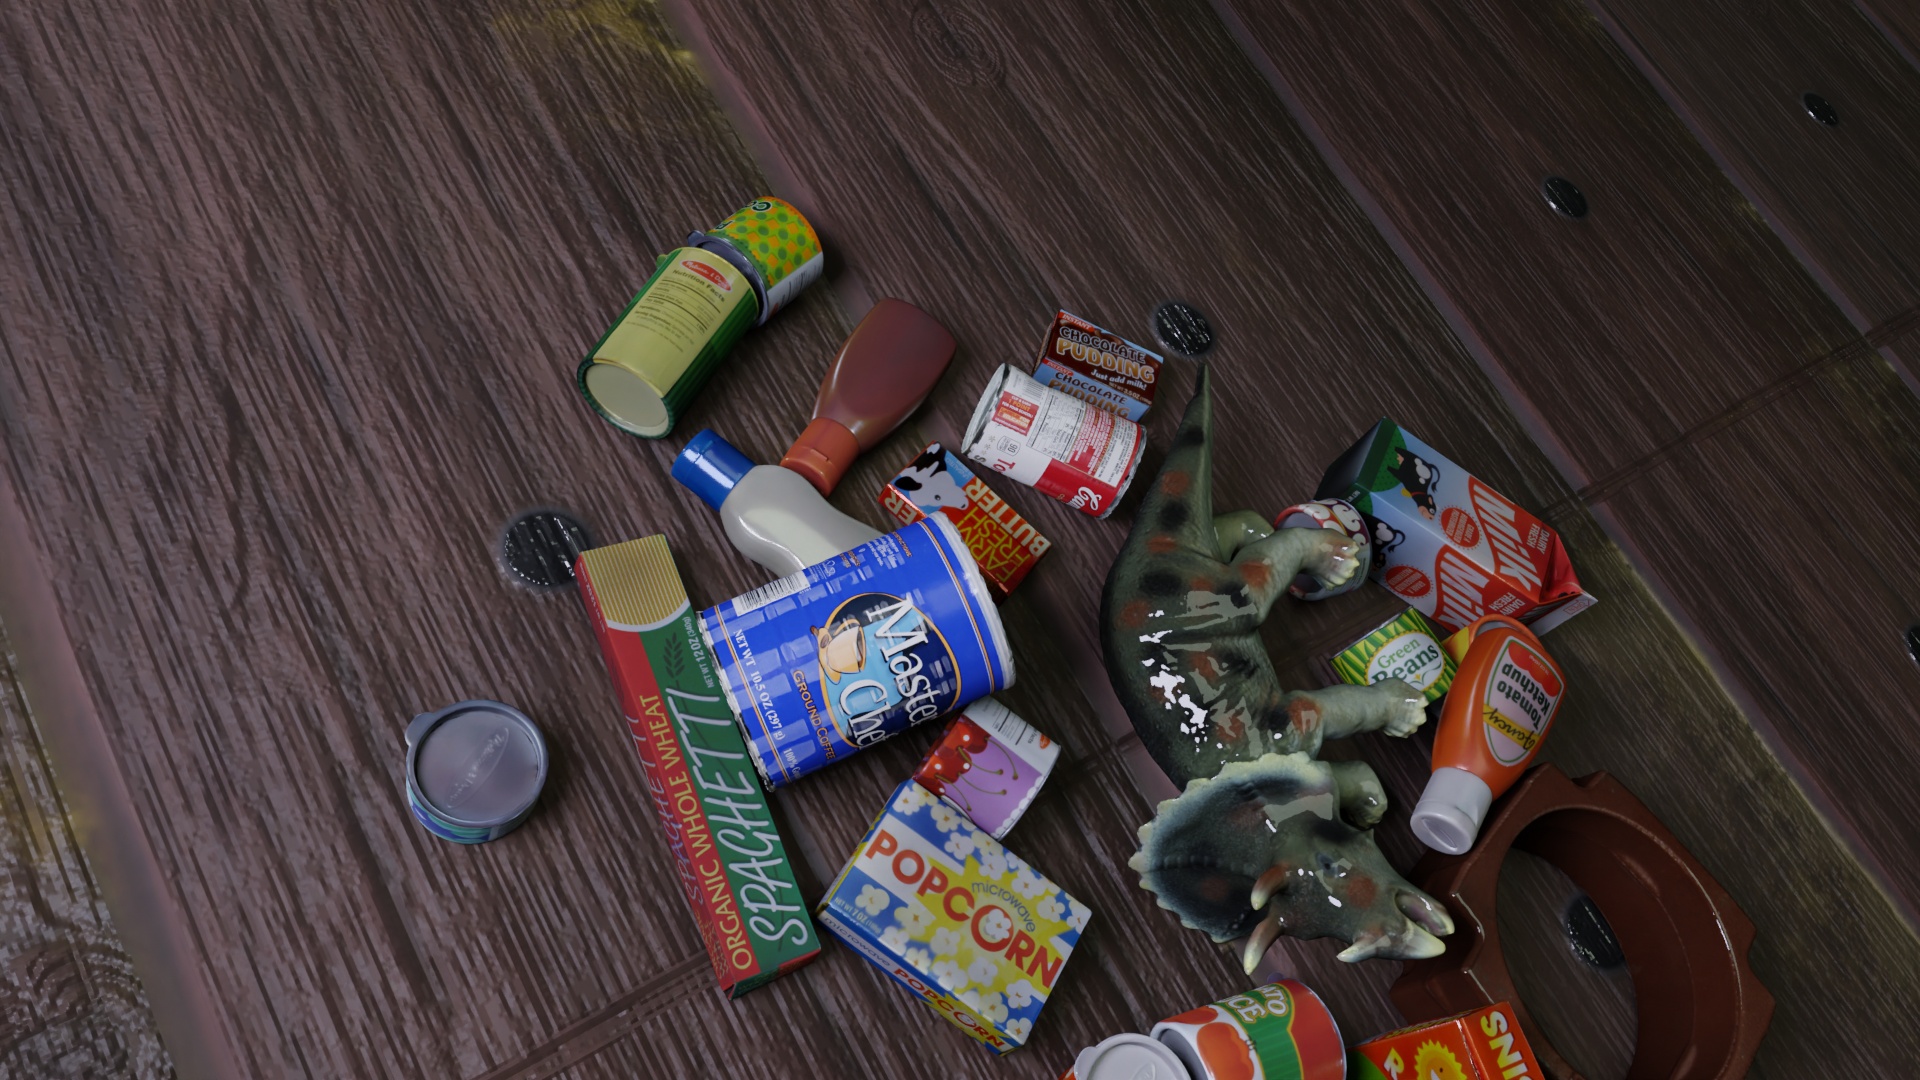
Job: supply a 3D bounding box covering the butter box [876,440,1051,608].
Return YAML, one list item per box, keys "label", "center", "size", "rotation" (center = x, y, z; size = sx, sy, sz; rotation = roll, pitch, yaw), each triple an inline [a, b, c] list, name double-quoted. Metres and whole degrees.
- label: "butter box"
  center: [0.003, -0.011, 0.871]
  size: [0.103, 0.024, 0.053]
  rotation: [42, 54, 4]

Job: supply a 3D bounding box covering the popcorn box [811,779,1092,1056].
- label: "popcorn box"
  center: [-0.004, 0.200, 0.740]
  size: [0.127, 0.038, 0.085]
  rotation: [36, 54, 0]

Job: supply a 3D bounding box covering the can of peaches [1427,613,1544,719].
- label: "can of peaches"
  center: [0.355, 0.088, 0.942]
  size: [0.071, 0.057, 0.071]
  rotation: [10, 60, -17]

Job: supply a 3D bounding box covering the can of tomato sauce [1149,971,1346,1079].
- label: "can of tomato sauce"
  center: [0.152, 0.277, 0.745]
  size: [0.083, 0.071, 0.071]
  rotation: [-8, 66, -26]

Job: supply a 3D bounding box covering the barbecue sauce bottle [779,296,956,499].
- label: "barbecue sauce bottle"
  center: [-0.061, -0.088, 0.876]
  size: [0.065, 0.043, 0.149]
  rotation: [34, 56, -2]

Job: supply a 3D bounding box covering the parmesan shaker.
- label: "parmesan shaker"
  center: [-0.177, -0.119, 0.832]
  size: [0.071, 0.071, 0.103]
  rotation: [31, 56, -4]

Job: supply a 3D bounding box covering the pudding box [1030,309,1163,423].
- label: "pudding box"
  center: [0.096, -0.120, 0.968]
  size: [0.084, 0.030, 0.050]
  rotation: [25, 55, -9]

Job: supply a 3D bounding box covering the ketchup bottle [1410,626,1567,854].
- label: "ketchup bottle"
  center: [0.318, 0.123, 0.846]
  size: [0.064, 0.043, 0.149]
  rotation: [43, 57, -4]

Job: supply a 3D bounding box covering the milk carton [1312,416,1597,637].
- label: "milk carton"
  center: [0.346, 0.005, 0.976]
  size: [0.190, 0.072, 0.074]
  rotation: [34, 55, -2]

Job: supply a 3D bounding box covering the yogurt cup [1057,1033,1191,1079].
- label: "yogurt cup"
  center: [0.080, 0.293, 0.714]
  size: [0.072, 0.053, 0.073]
  rotation: [10, 59, -17]

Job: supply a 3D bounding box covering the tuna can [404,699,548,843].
- label: "tuna can"
  center: [-0.243, 0.114, 0.692]
  size: [0.071, 0.032, 0.071]
  rotation: [10, 59, -17]

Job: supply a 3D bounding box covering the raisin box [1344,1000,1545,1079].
- label: "raisin box"
  center: [0.258, 0.302, 0.741]
  size: [0.040, 0.122, 0.086]
  rotation: [-8, 66, -27]

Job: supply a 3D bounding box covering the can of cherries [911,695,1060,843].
- label: "can of cherries"
  center: [0.012, 0.127, 0.773]
  size: [0.058, 0.071, 0.072]
  rotation: [36, 55, 0]

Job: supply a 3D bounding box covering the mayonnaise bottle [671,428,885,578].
- label: "mayonnaise bottle"
  center: [-0.101, -0.007, 0.816]
  size: [0.148, 0.041, 0.065]
  rotation: [38, 60, 2]

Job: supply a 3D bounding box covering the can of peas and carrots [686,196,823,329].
- label: "can of peas and carrots"
  center: [-0.131, -0.179, 0.883]
  size: [0.071, 0.070, 0.059]
  rotation: [41, 54, 3]

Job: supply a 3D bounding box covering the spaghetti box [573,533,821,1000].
- label: "spaghetti box"
  center: [-0.142, 0.113, 0.738]
  size: [0.050, 0.028, 0.250]
  rotation: [-14, 69, -28]

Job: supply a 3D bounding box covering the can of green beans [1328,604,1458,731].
- label: "can of green beans"
  center: [0.285, 0.084, 0.910]
  size: [0.071, 0.071, 0.058]
  rotation: [-25, 75, -32]

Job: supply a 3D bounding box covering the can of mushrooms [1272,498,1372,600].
- label: "can of mushrooms"
  center: [0.241, 0.005, 0.937]
  size: [0.033, 0.070, 0.071]
  rotation: [-11, 67, -26]
